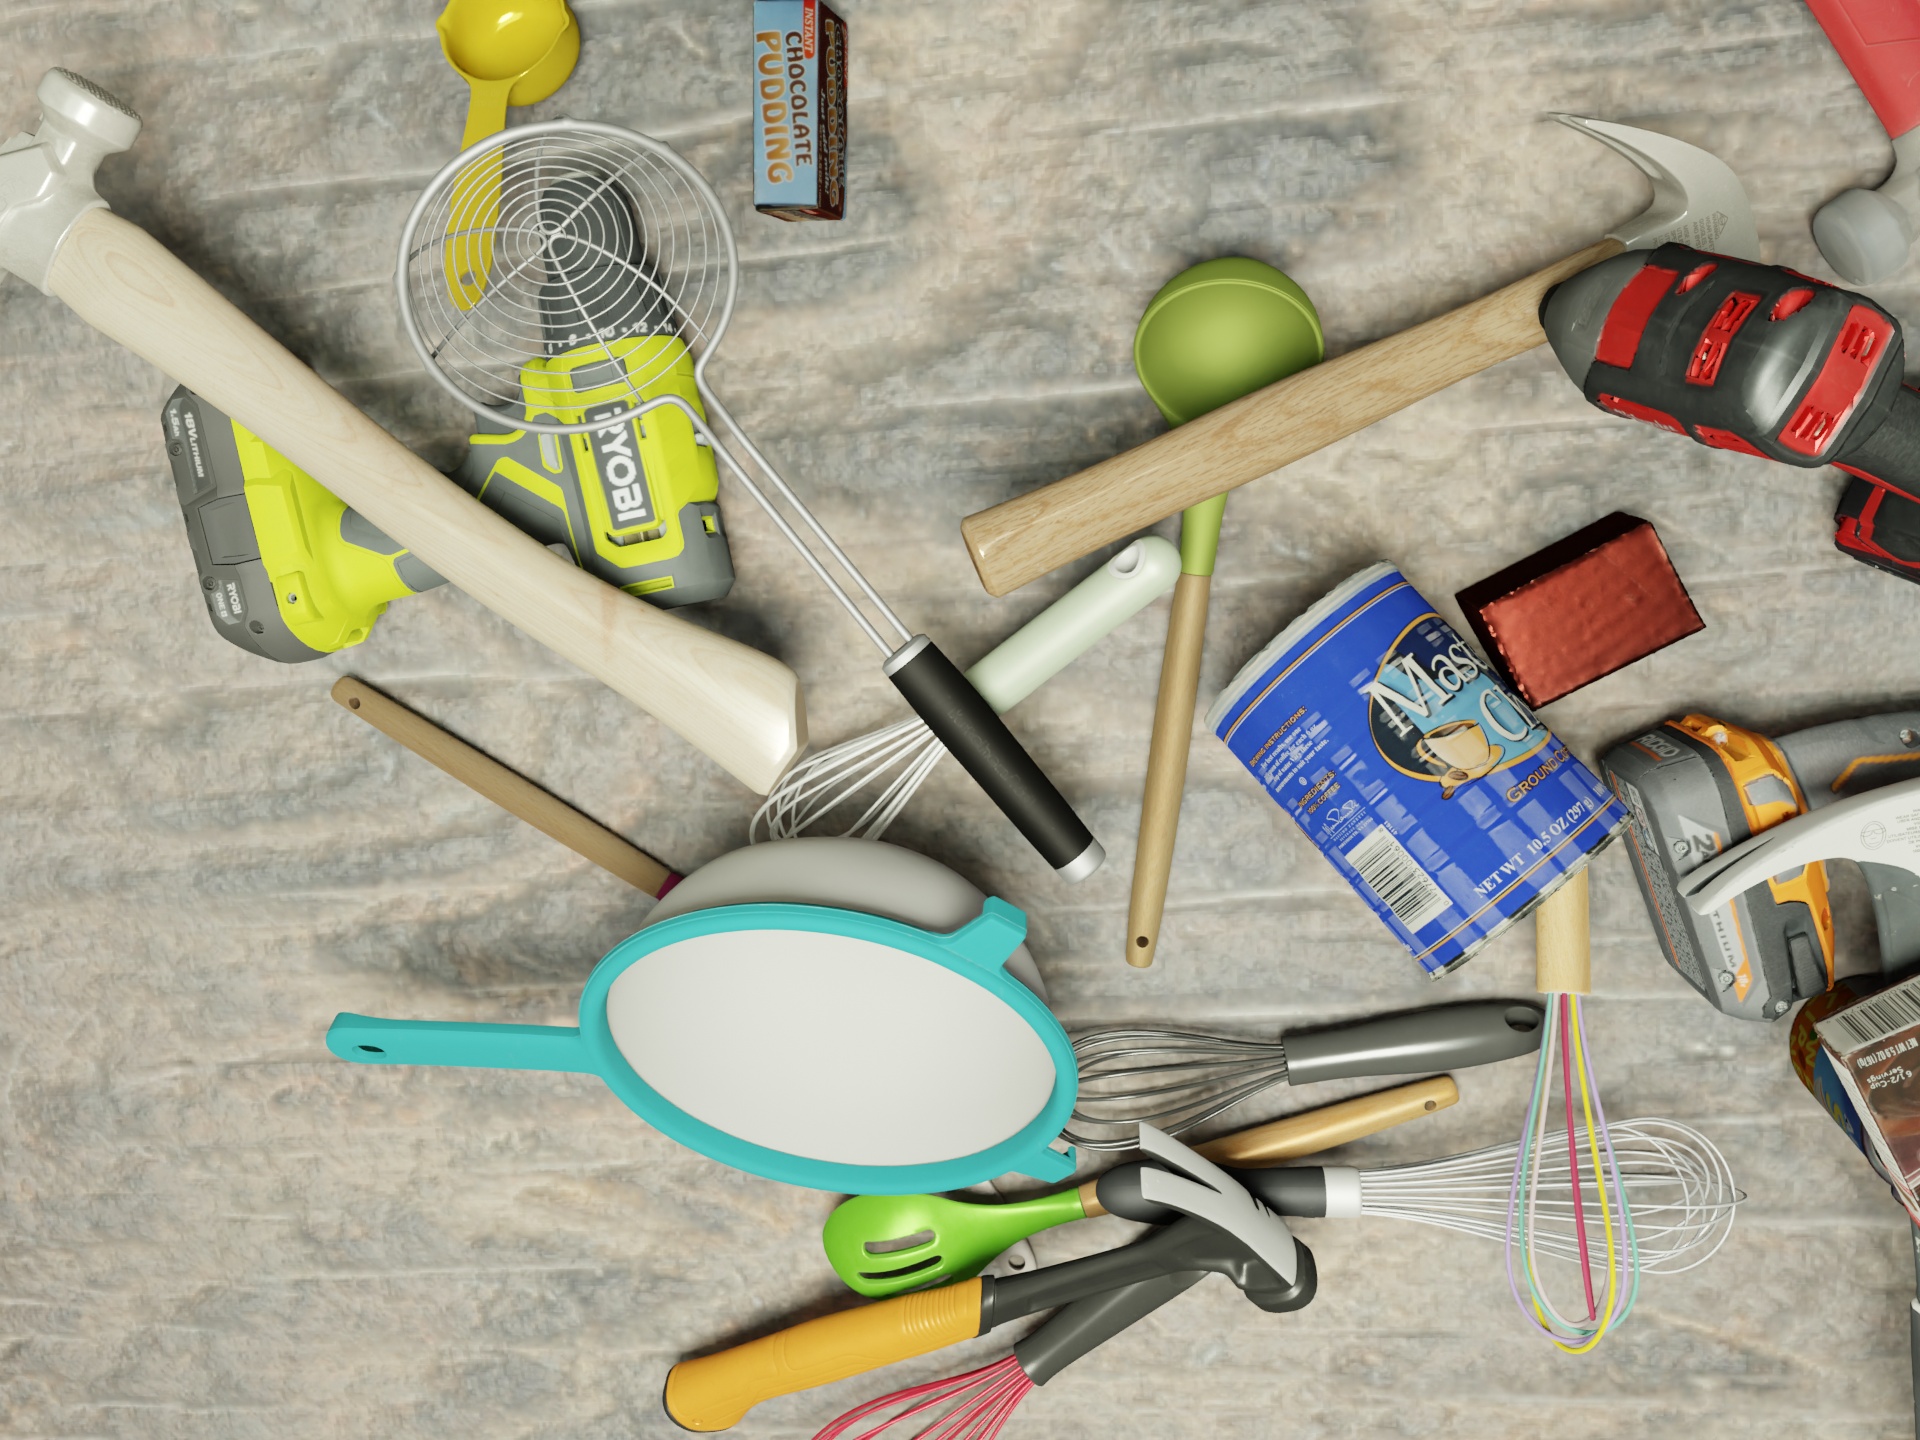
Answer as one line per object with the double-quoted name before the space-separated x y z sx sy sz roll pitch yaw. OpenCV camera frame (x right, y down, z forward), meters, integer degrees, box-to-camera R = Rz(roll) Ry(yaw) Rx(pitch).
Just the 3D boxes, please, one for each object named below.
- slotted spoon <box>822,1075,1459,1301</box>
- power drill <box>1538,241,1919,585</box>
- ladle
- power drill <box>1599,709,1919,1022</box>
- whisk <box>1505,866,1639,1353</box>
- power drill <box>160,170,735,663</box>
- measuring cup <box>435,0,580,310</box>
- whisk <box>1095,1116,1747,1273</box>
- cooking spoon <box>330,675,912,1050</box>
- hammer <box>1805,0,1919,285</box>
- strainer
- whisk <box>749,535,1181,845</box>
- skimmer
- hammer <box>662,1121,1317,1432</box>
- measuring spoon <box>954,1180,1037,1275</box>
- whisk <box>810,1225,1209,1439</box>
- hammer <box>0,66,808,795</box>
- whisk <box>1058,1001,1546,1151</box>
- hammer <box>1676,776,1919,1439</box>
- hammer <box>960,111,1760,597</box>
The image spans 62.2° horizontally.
"slotted spoon" 0.082 0.220 0.755 0.314 0.031 0.070 -19 111 7
"power drill" 0.319 -0.109 0.579 0.219 0.143 0.078 17 107 -24
"ladle" 0.098 -0.036 0.694 0.078 0.062 0.320 8 105 7
"power drill" 0.403 0.043 0.655 0.226 0.084 0.164 -21 98 8
"whisk" 0.258 0.137 0.670 0.051 0.047 0.245 1 77 12
"power drill" -0.225 -0.127 0.710 0.228 0.080 0.190 -12 95 8
"measuring cup" -0.197 -0.245 0.681 0.062 0.029 0.156 4 82 12
"whisk" 0.203 0.211 0.713 0.284 0.070 0.070 -1 101 4
"cooking spoon" -0.166 0.067 0.770 0.319 0.017 0.068 32 104 0
"hammer" 0.305 -0.367 0.604 0.143 0.038 0.386 -35 95 12
"strainer" -0.113 0.117 0.710 0.340 0.095 0.210 -1 135 12
"whisk" -0.001 -0.002 0.703 0.246 0.058 0.059 -37 132 23
"skimmer" -0.063 -0.066 0.621 0.127 0.090 0.363 -39 99 9
"hammer" -0.013 0.274 0.734 0.337 0.034 0.127 -27 128 26
"measuring spoon" 0.004 0.229 0.780 0.034 0.018 0.124 -30 97 12
"whisk" 0.019 0.327 0.780 0.296 0.073 0.073 -39 94 7
"hammer" -0.243 -0.092 0.660 0.410 0.038 0.146 36 98 1
"whisk" 0.152 0.159 0.731 0.239 0.055 0.055 -10 100 6
"hammer" 0.385 0.220 0.629 0.149 0.036 0.409 -10 101 12
"hammer" 0.155 -0.132 0.628 0.331 0.031 0.130 -24 115 1
